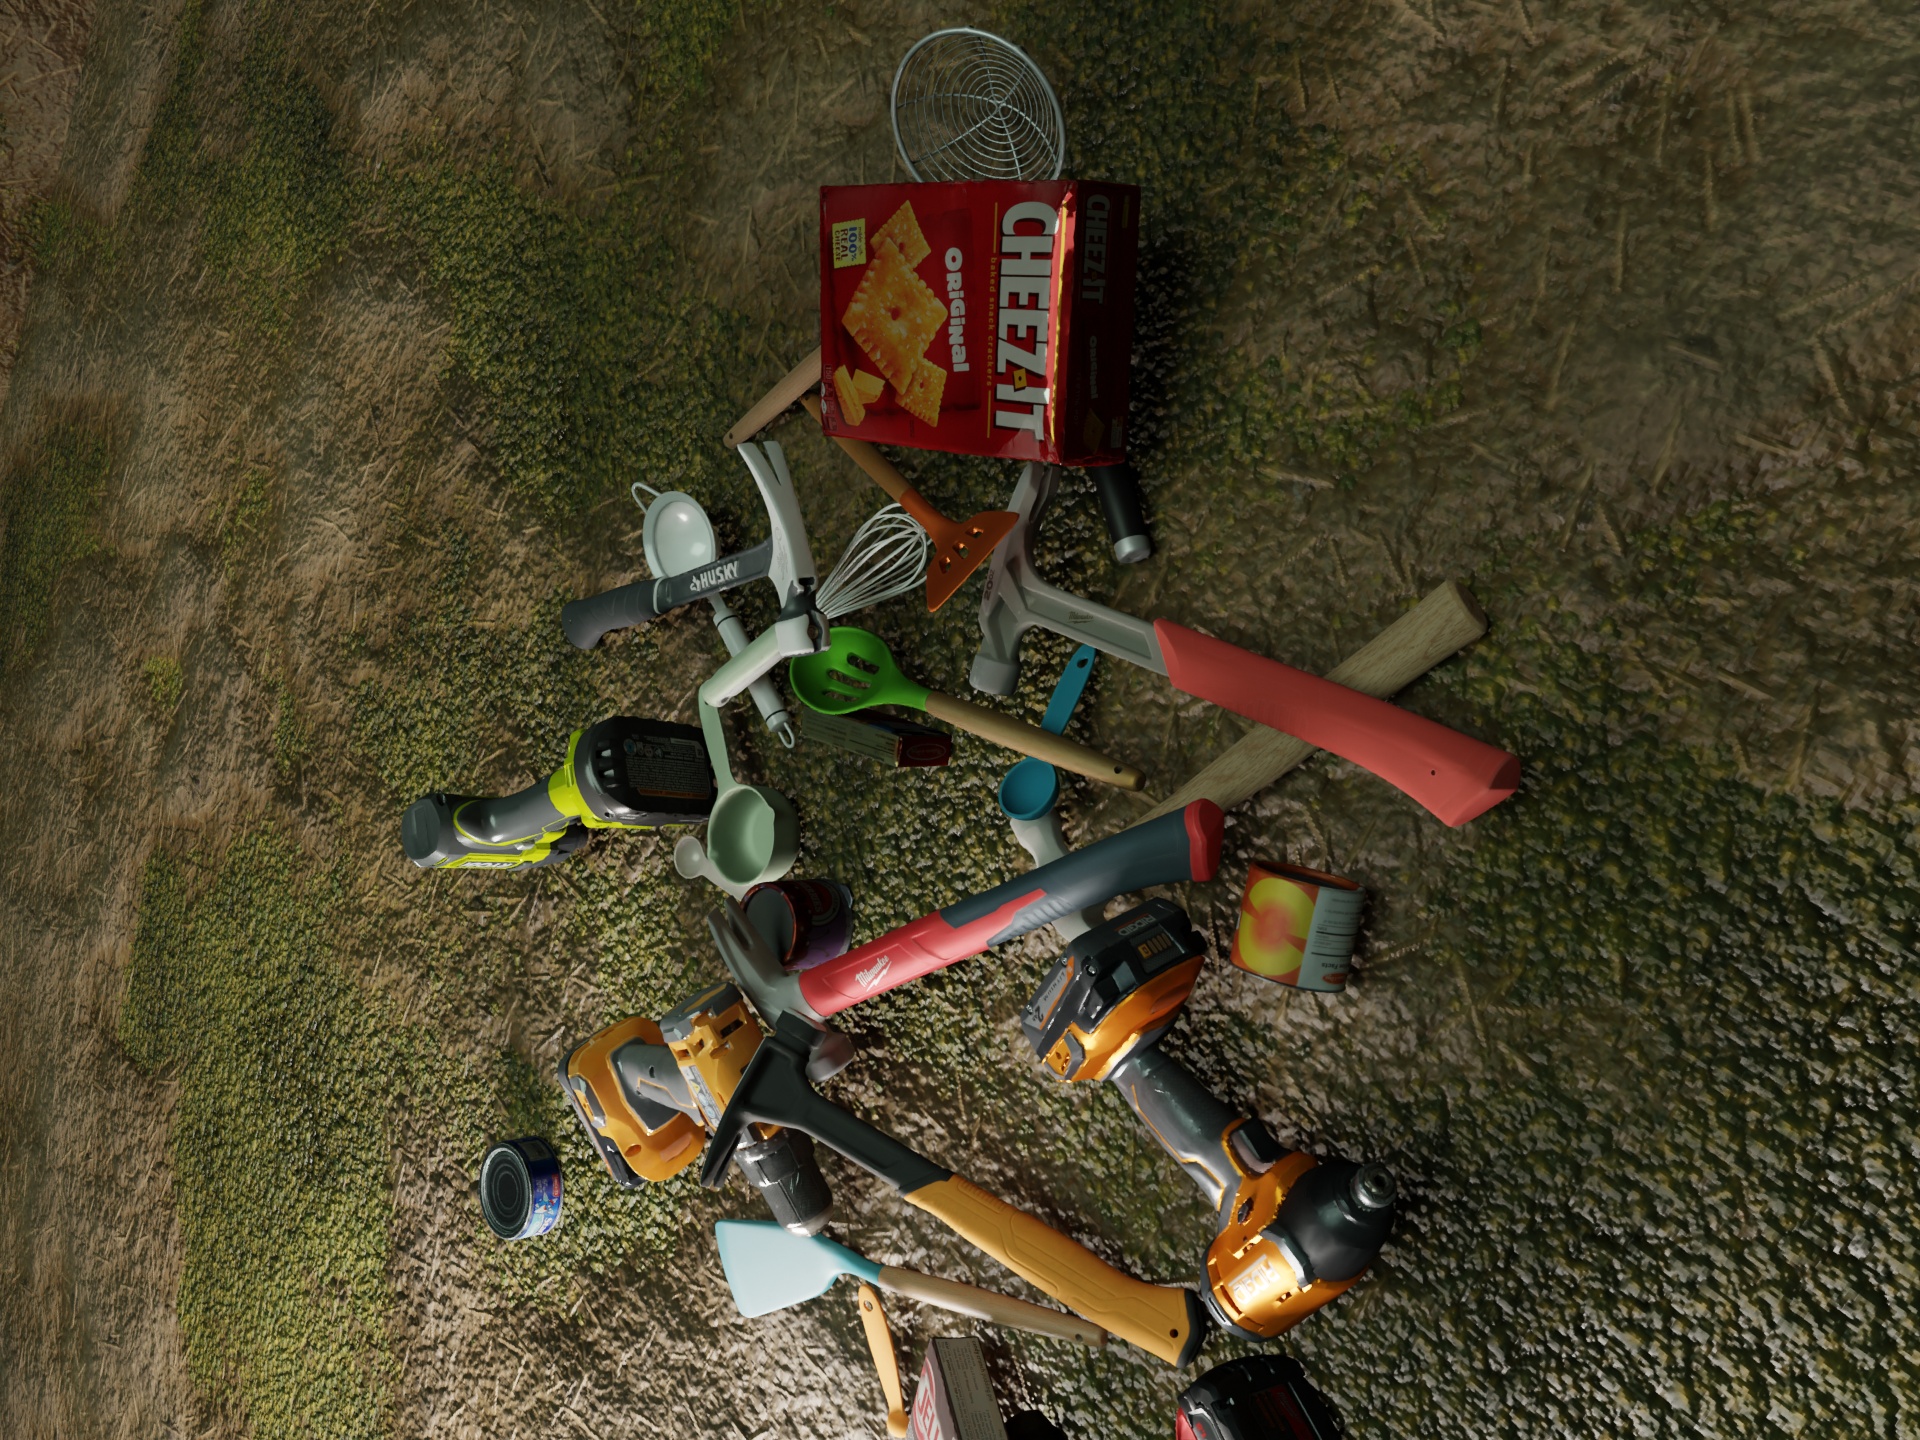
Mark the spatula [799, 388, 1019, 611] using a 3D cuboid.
[{"bbox_3d":[-0.050,-0.168,1.094,0.081,0.041,0.323,-47,43,6],"label":"spatula"}]

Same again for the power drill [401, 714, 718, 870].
[{"bbox_3d":[-0.309,0.068,1.274,0.223,0.171,0.080,-20,74,30],"label":"power drill"}]

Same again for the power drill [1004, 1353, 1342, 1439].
[{"bbox_3d":[0.116,0.455,0.920,0.226,0.080,0.188,-54,48,30],"label":"power drill"}]

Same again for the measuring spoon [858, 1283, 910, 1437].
[{"bbox_3d":[-0.054,0.440,1.089,0.021,0.011,0.117,-5,102,36],"label":"measuring spoon"}]

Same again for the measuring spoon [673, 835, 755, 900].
[{"bbox_3d":[-0.177,0.124,1.246,0.124,0.018,0.034,24,103,33],"label":"measuring spoon"}]

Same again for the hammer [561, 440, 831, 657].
[{"bbox_3d":[-0.222,-0.104,1.222,0.409,0.036,0.149,-7,93,55],"label":"hammer"}]

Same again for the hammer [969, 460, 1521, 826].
[{"bbox_3d":[0.150,-0.036,0.907,0.359,0.036,0.149,25,105,40],"label":"hammer"}]

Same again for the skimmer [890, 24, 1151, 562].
[{"bbox_3d":[0.043,-0.272,1.023,0.127,0.090,0.363,-30,68,46],"label":"skimmer"}]

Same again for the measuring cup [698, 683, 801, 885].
[{"bbox_3d":[-0.167,0.047,1.225,0.083,0.038,0.168,-34,64,35],"label":"measuring cup"}]

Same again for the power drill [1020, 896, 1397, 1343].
[{"bbox_3d":[0.140,0.213,0.873,0.227,0.084,0.164,54,144,22],"label":"power drill"}]

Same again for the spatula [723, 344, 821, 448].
[{"bbox_3d":[-0.093,-0.272,1.156,0.316,0.018,0.060,-28,79,49],"label":"spatula"}]

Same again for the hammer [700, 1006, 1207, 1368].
[{"bbox_3d":[-0.005,0.310,0.995,0.337,0.034,0.127,24,79,23],"label":"hammer"}]

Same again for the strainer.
[{"bbox_3d":[-0.187,-0.085,1.250,0.087,0.050,0.259,-46,65,38],"label":"strainer"}]

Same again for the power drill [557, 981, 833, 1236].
[{"bbox_3d":[-0.190,0.293,1.166,0.226,0.084,0.185,-23,96,50],"label":"power drill"}]

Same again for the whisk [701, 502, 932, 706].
[{"bbox_3d":[-0.106,-0.077,1.157,0.246,0.058,0.059,-35,85,30],"label":"whisk"}]

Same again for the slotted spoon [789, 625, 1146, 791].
[{"bbox_3d":[-0.002,-0.003,1.039,0.314,0.031,0.070,21,70,43],"label":"slotted spoon"}]

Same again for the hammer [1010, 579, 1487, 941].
[{"bbox_3d":[0.167,0.031,0.933,0.331,0.031,0.130,-41,62,32],"label":"hammer"}]

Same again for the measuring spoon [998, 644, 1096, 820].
[{"bbox_3d":[0.064,0.009,1.014,0.042,0.021,0.129,7,65,42],"label":"measuring spoon"}]

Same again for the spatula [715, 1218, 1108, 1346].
[{"bbox_3d":[-0.038,0.391,1.081,0.317,0.044,0.082,-2,106,40],"label":"spatula"}]

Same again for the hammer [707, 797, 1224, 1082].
[{"bbox_3d":[-0.003,0.118,1.006,0.386,0.038,0.143,-29,98,36],"label":"hammer"}]
